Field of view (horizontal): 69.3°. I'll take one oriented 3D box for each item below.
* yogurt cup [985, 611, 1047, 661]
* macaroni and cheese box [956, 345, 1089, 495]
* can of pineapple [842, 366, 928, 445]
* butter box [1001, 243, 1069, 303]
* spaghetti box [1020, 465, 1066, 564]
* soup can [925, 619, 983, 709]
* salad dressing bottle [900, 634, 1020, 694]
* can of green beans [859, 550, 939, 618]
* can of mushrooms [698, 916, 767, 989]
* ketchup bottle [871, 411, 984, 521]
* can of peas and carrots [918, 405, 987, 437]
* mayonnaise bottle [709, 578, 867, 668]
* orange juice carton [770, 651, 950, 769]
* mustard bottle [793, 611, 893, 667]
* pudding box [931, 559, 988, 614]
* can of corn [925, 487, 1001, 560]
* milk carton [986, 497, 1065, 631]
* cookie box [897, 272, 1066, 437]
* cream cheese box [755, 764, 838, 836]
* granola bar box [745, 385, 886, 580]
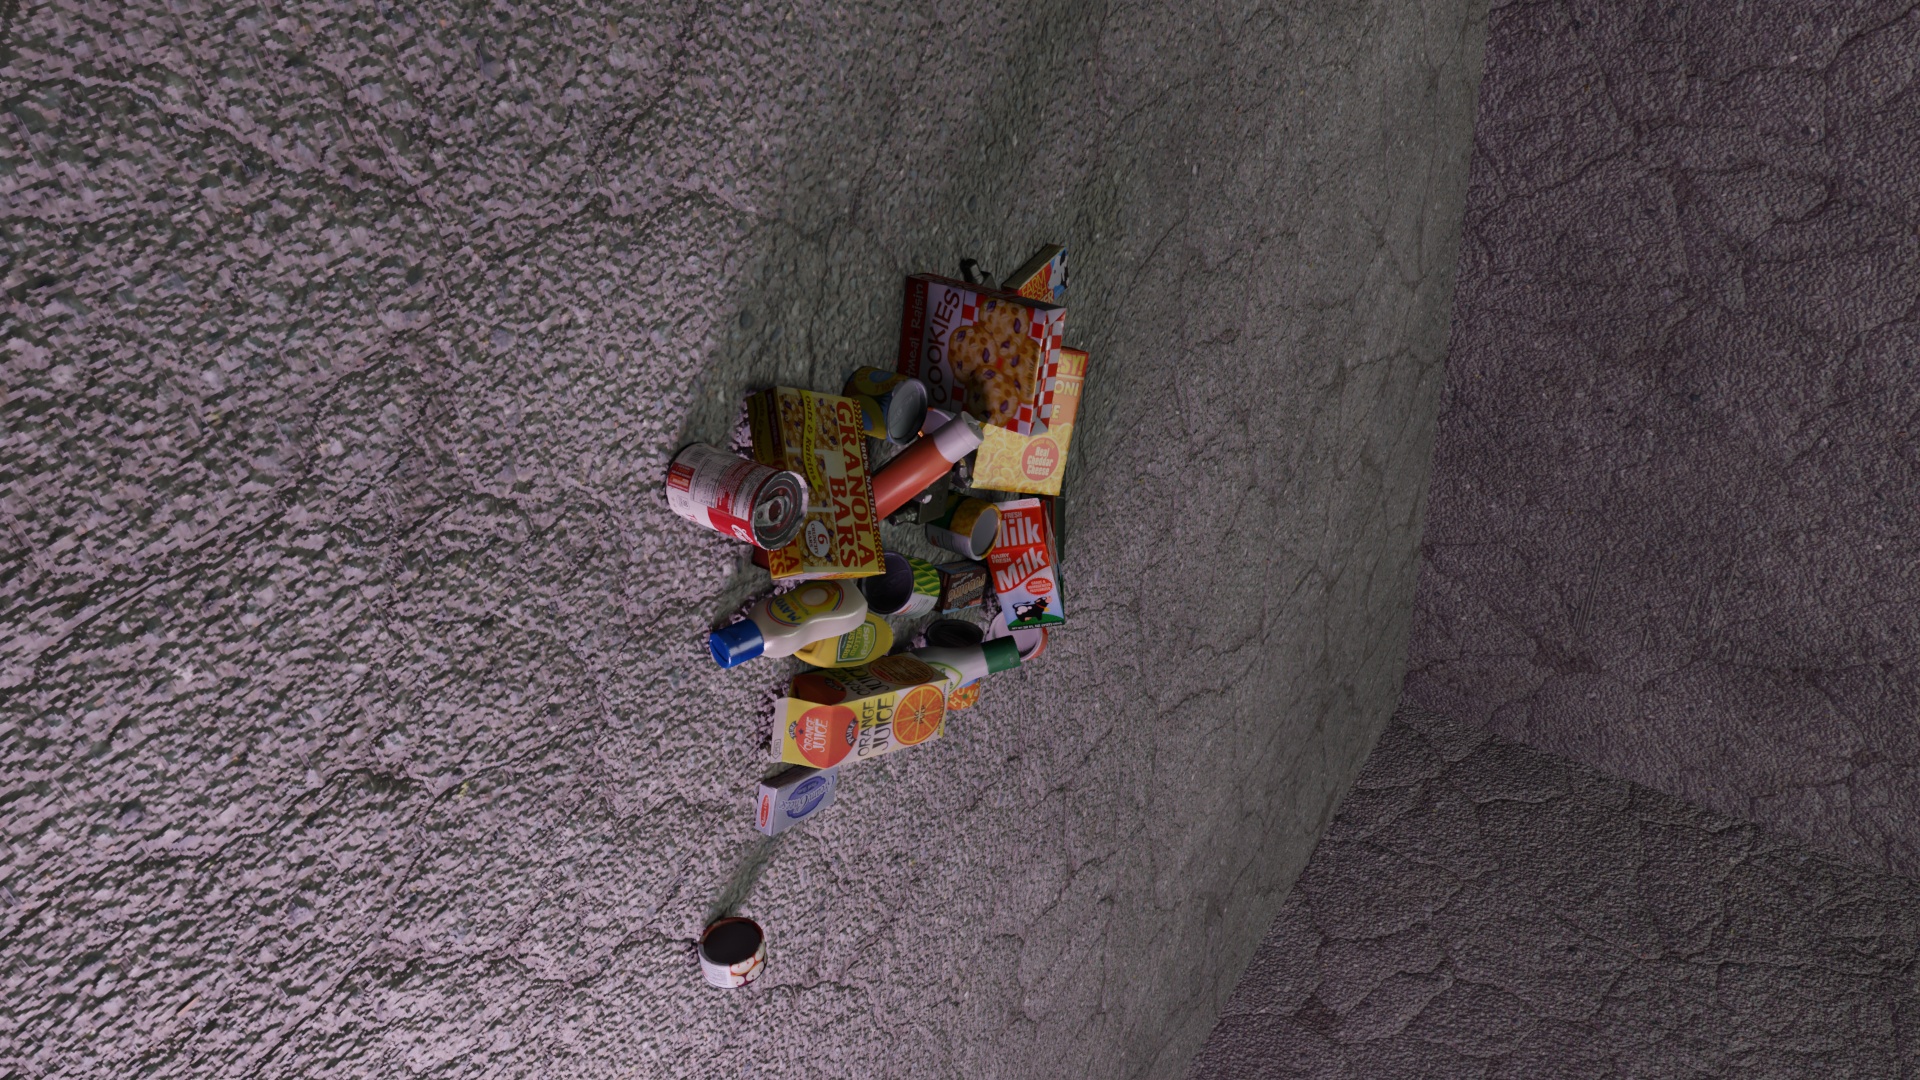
[{"bbox_3d":[0.075,0.119,1.724,0.072,0.072,0.054,-70,158,-2],"label":"yogurt cup"},{"bbox_3d":[0.069,-0.138,1.542,0.124,0.040,0.166,4,104,-33],"label":"macaroni and cheese box"},{"bbox_3d":[-0.073,-0.132,1.338,0.071,0.058,0.070,-36,135,-46],"label":"can of pineapple"},{"bbox_3d":[0.084,-0.284,1.550,0.104,0.024,0.052,-47,142,-36],"label":"butter box"},{"bbox_3d":[0.099,-0.080,1.663,0.029,0.050,0.248,-39,137,-46],"label":"spaghetti box"},{"bbox_3d":[-0.011,0.143,1.590,0.072,0.071,0.083,-31,132,-49],"label":"soup can"},{"bbox_3d":[-0.009,0.140,1.526,0.148,0.044,0.064,-16,118,-5],"label":"salad dressing bottle"},{"bbox_3d":[-0.063,0.047,1.448,0.058,0.071,0.071,16,92,-61],"label":"can of green beans"},{"bbox_3d":[-0.225,0.408,1.382,0.071,0.071,0.033,-38,136,-44],"label":"can of mushrooms"},{"bbox_3d":[-0.045,-0.069,1.349,0.148,0.043,0.065,-34,175,18],"label":"ketchup bottle"},{"bbox_3d":[-0.008,-0.129,1.443,0.059,0.071,0.070,-50,144,-32],"label":"can of peas and carrots"},{"bbox_3d":[-0.161,0.076,1.294,0.149,0.065,0.041,-23,144,-35],"label":"mayonnaise bottle"},{"bbox_3d":[-0.109,0.174,1.411,0.193,0.073,0.071,-9,115,-39],"label":"orange juice carton"},{"bbox_3d":[-0.110,0.096,1.415,0.160,0.049,0.065,10,97,-60],"label":"mustard bottle"},{"bbox_3d":[-0.005,0.053,1.584,0.084,0.030,0.049,-8,114,-57],"label":"pudding box"},{"bbox_3d":[0.005,-0.019,1.533,0.071,0.058,0.070,-36,136,-45],"label":"can of corn"},{"bbox_3d":[0.073,0.018,1.628,0.189,0.072,0.074,72,15,-46],"label":"milk carton"},{"bbox_3d":[0.017,-0.183,1.350,0.040,0.167,0.122,-19,122,-51],"label":"cookie box"},{"bbox_3d":[-0.168,0.262,1.437,0.104,0.024,0.053,-17,121,-55],"label":"cream cheese box"},{"bbox_3d":[-0.128,-0.048,1.243,0.124,0.039,0.165,2,77,-58],"label":"granola bar box"}]
